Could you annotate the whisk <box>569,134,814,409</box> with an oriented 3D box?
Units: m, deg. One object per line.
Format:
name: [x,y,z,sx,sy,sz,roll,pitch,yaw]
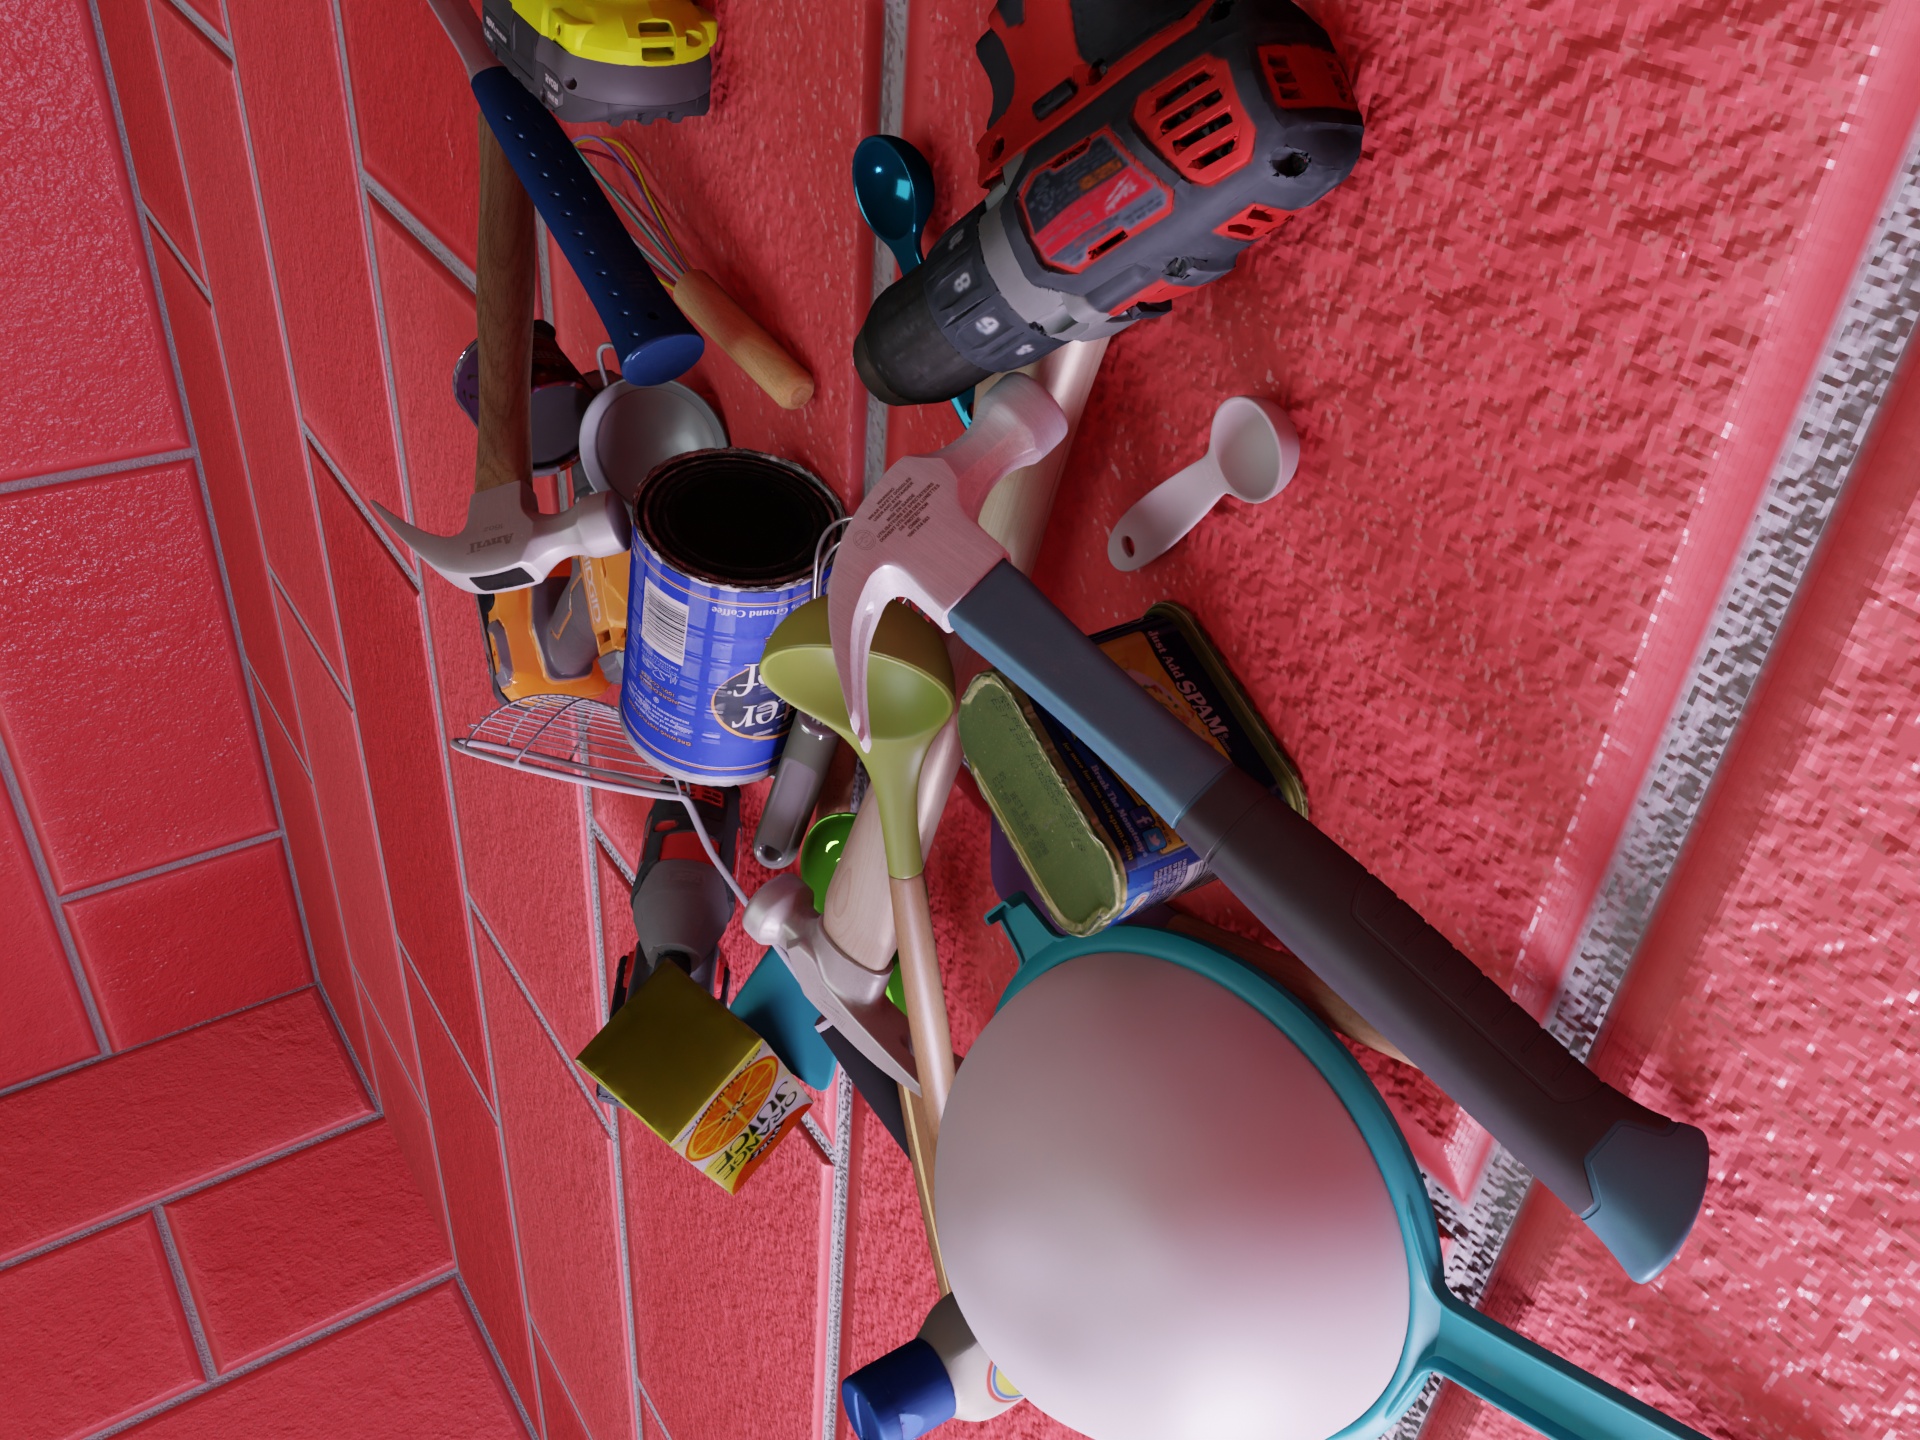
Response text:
whisk: [-0.146,-0.235,0.811,0.245,0.047,0.051,47,154,29]

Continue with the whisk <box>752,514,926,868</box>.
whisk: [-0.065,-0.006,0.768,0.058,0.059,0.246,26,134,2]

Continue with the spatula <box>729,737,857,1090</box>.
spatula: [-0.077,0.069,0.860,0.082,0.044,0.317,32,133,26]

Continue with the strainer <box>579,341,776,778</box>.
strainer: [-0.145,-0.086,0.890,0.087,0.050,0.258,-14,102,17]

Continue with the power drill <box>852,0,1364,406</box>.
power drill: [0.004,-0.221,0.490,0.188,0.080,0.227,-22,89,45]

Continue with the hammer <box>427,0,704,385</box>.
hammer: [-0.235,-0.334,0.807,0.406,0.144,0.035,58,146,17]

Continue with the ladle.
ladle: [-0.024,0.093,0.674,0.078,0.062,0.320,3,118,21]

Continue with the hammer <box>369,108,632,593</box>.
hammer: [-0.247,-0.212,0.856,0.031,0.130,0.332,59,-161,-60]

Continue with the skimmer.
skimmer: [-0.130,0.129,0.858,0.363,0.090,0.127,54,177,0]

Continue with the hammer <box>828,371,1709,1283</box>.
hammer: [0.086,0.032,0.488,0.331,0.128,0.033,43,171,18]

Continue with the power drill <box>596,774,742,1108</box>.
power drill: [-0.179,0.150,1.001,0.143,0.078,0.219,-91,12,-45]

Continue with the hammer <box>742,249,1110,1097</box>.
hammer: [-0.001,-0.002,0.666,0.146,0.038,0.410,40,134,23]

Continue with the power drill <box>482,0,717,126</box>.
power drill: [-0.165,-0.405,0.707,0.191,0.080,0.228,48,141,35]

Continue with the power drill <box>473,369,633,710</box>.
power drill: [-0.241,-0.104,1.005,0.226,0.084,0.185,-14,86,56]

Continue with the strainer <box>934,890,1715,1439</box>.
strainer: [0.102,0.202,0.532,0.341,0.095,0.211,19,117,43]

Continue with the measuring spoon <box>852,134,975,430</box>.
measuring spoon: [-0.007,-0.173,0.639,0.042,0.021,0.128,-1,115,59]

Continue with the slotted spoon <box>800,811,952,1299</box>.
slotted spoon: [-0.024,0.199,0.824,0.070,0.031,0.314,-11,92,25]

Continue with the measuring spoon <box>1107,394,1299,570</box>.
measuring spoon: [0.082,-0.077,0.544,0.034,0.018,0.124,68,157,6]

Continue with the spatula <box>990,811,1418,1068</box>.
spatula: [0.099,0.090,0.601,0.316,0.018,0.059,18,112,56]
